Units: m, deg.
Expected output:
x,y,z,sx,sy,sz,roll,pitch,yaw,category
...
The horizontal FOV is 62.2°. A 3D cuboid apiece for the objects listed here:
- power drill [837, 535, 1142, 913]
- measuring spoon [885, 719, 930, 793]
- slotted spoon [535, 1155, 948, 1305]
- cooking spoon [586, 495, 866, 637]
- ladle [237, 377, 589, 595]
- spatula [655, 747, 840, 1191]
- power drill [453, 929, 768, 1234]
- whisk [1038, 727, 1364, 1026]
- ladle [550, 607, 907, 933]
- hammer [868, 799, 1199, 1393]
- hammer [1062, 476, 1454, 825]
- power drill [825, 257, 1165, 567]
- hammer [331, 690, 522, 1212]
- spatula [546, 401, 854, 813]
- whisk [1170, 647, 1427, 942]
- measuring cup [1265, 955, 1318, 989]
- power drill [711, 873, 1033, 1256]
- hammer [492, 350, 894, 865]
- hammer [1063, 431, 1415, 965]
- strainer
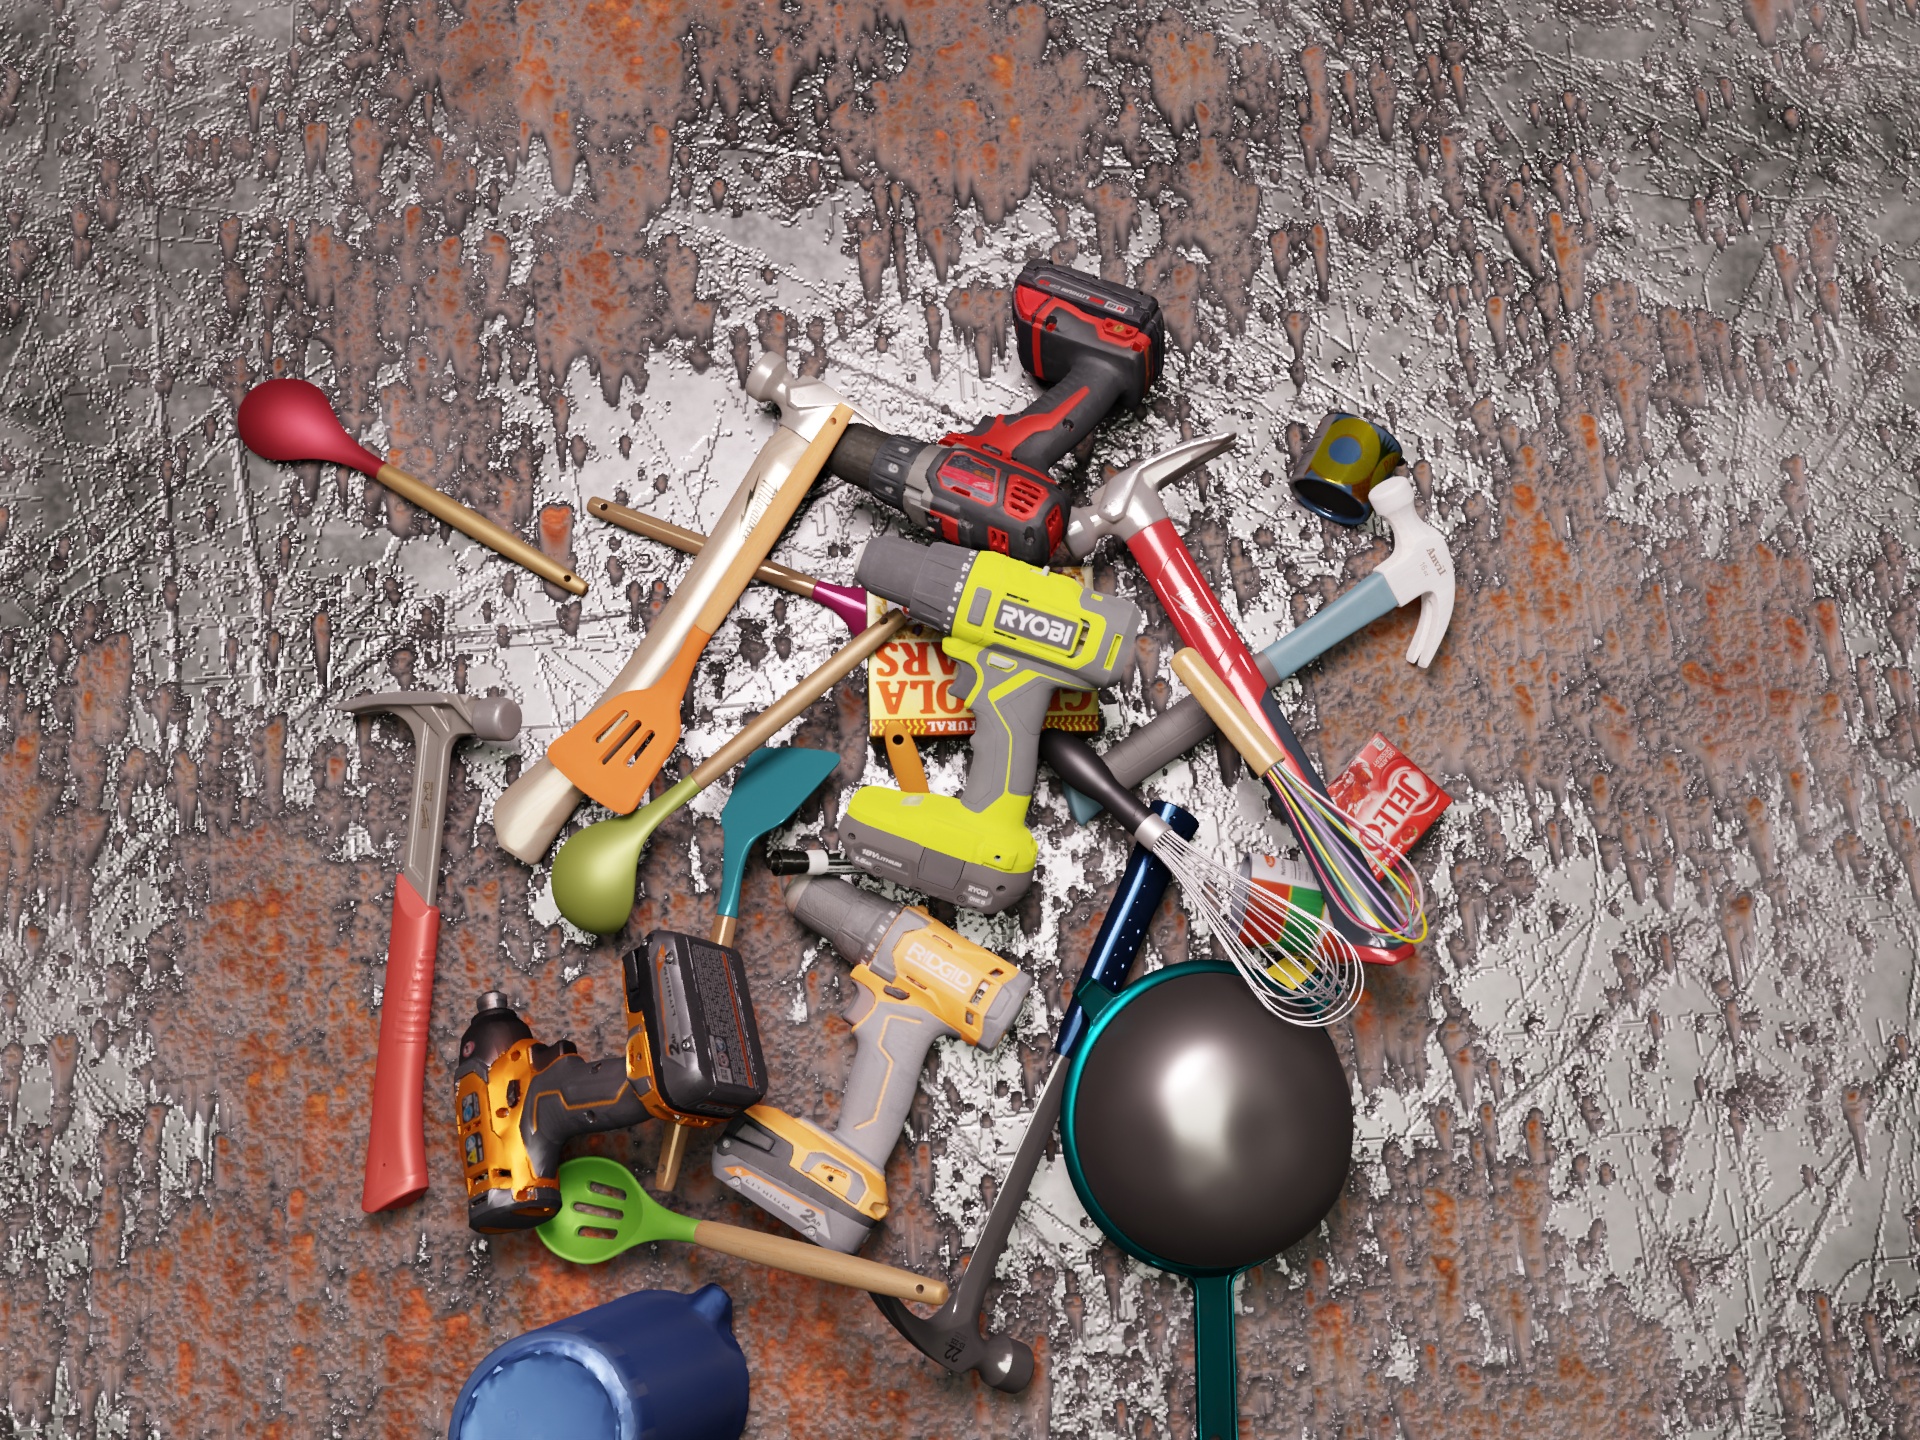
x,y,z,sx,sy,sz,roll,pitch,yaw,category
-0.002,-0.003,1.071,0.190,0.080,0.228,19,104,4,power drill
-0.031,0.053,1.131,0.021,0.011,0.116,-18,108,0,measuring spoon
-0.148,0.340,1.032,0.314,0.031,0.070,3,70,28,slotted spoon
-0.133,-0.107,1.193,0.319,0.017,0.069,21,78,4,cooking spoon
-0.418,-0.175,1.208,0.315,0.031,0.069,30,79,5,ladle
-0.159,0.164,1.097,0.082,0.044,0.318,3,73,33,spatula
-0.246,0.224,1.053,0.226,0.084,0.164,-30,58,21,power drill
0.154,0.096,1.070,0.070,0.070,0.285,-43,65,-8,whisk
-0.160,0.032,1.123,0.320,0.062,0.078,-40,55,-2,ladle
0.066,0.239,1.082,0.144,0.035,0.406,35,72,-31,hammer
0.212,-0.033,1.148,0.331,0.033,0.128,-34,106,-1,hammer
0.026,-0.223,1.135,0.188,0.080,0.227,24,65,20,power drill
-0.393,0.158,1.118,0.149,0.036,0.359,0,81,22,hammer
-0.169,-0.084,1.107,0.081,0.041,0.322,35,96,17,spatula
0.220,0.048,1.043,0.047,0.051,0.245,-30,71,-20,whisk
0.189,0.207,1.122,0.156,0.029,0.062,-31,80,-18,measuring cup
-0.082,0.225,1.090,0.185,0.084,0.226,30,76,9,power drill
-0.195,-0.067,1.161,0.146,0.038,0.410,34,84,4,hammer
0.214,-0.014,1.092,0.143,0.038,0.386,-29,76,4,hammer
0.178,0.328,1.033,0.211,0.095,0.340,2,82,-15,strainer
